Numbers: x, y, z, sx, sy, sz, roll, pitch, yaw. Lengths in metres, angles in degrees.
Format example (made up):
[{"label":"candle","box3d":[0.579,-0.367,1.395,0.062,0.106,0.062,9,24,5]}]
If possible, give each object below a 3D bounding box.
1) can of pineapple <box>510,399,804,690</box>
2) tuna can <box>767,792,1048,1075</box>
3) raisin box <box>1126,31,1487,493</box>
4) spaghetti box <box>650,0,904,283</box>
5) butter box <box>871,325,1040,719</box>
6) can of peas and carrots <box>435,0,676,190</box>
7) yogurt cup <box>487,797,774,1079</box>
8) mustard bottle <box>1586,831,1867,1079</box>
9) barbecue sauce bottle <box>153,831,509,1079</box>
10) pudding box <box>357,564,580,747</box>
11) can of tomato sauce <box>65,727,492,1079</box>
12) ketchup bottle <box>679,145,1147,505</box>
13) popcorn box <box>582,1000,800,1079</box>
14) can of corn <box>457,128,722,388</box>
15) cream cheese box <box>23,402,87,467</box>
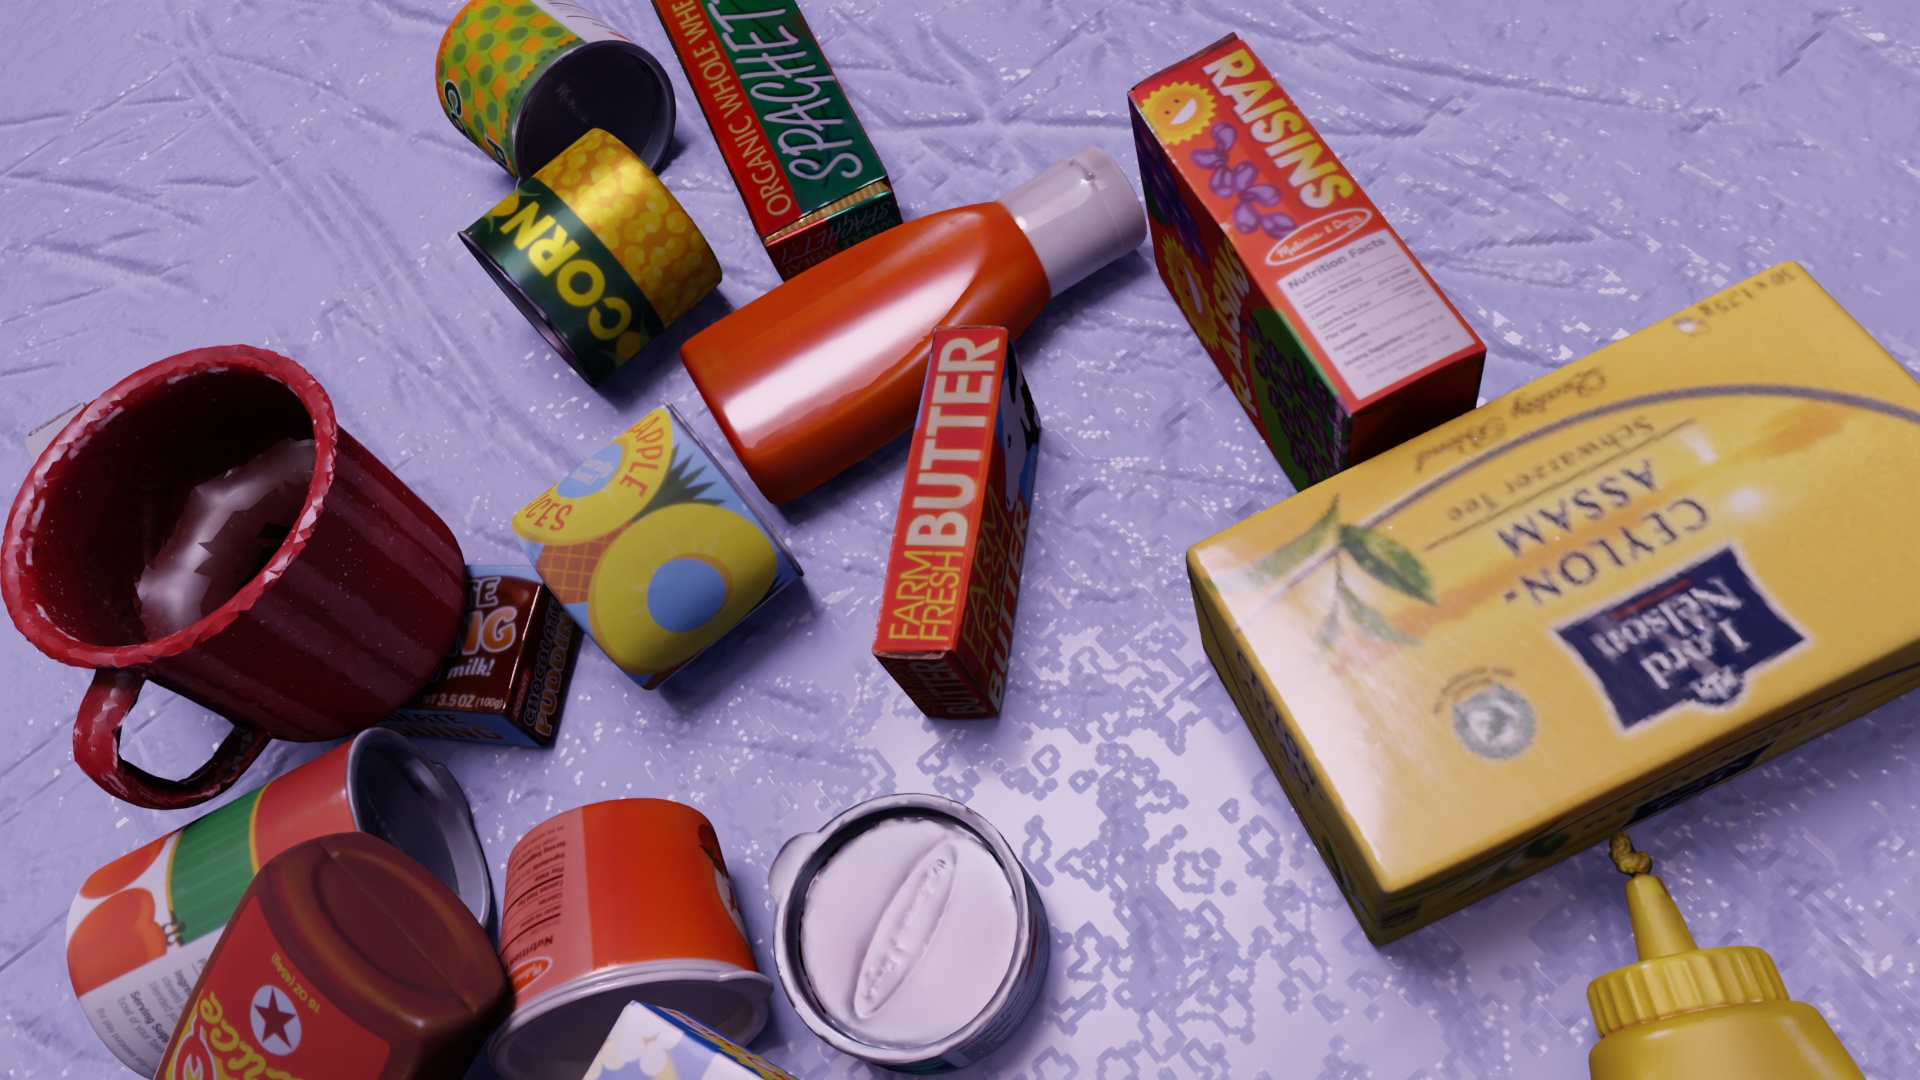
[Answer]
[{"label":"can of pineapple","box3d":[-0.089,0.000,0.407,0.058,0.070,0.071,-39,61,-8]},{"label":"tuna can","box3d":[-0.014,0.100,0.357,0.071,0.032,0.071,-6,62,11]},{"label":"raisin box","box3d":[0.094,-0.067,0.389,0.040,0.086,0.124,-26,60,1]},{"label":"spaghetti box","box3d":[-0.088,-0.199,0.534,0.050,0.028,0.251,-25,60,0]},{"label":"butter box","box3d":[0.001,-0.005,0.397,0.024,0.053,0.104,2,63,17]},{"label":"can of peas and carrots","box3d":[-0.150,-0.160,0.508,0.071,0.070,0.059,-44,61,-11]},{"label":"yogurt cup","box3d":[-0.087,0.103,0.357,0.072,0.072,0.054,-20,52,3]},{"label":"mustard bottle","box3d":[0.167,0.138,0.286,0.065,0.048,0.161,-12,60,7]},{"label":"barbecue sauce bottle","box3d":[-0.168,0.144,0.333,0.065,0.044,0.148,39,106,17]},{"label":"pudding box","box3d":[-0.164,0.034,0.430,0.084,0.030,0.050,2,62,14]},{"label":"can of tomato sauce","box3d":[-0.183,0.098,0.381,0.083,0.071,0.071,-27,60,0]},{"label":"ketchup bottle","box3d":[-0.012,-0.074,0.442,0.149,0.043,0.065,-32,57,-4]},{"label":"popcorn box","box3d":[-0.062,0.172,0.281,0.085,0.038,0.127,22,69,22]},{"label":"can of corn","box3d":[-0.122,-0.095,0.464,0.058,0.071,0.071,-43,62,-10]},{"label":"cream cheese box","box3d":[-0.265,0.005,0.456,0.024,0.053,0.104,-37,61,-9]}]
